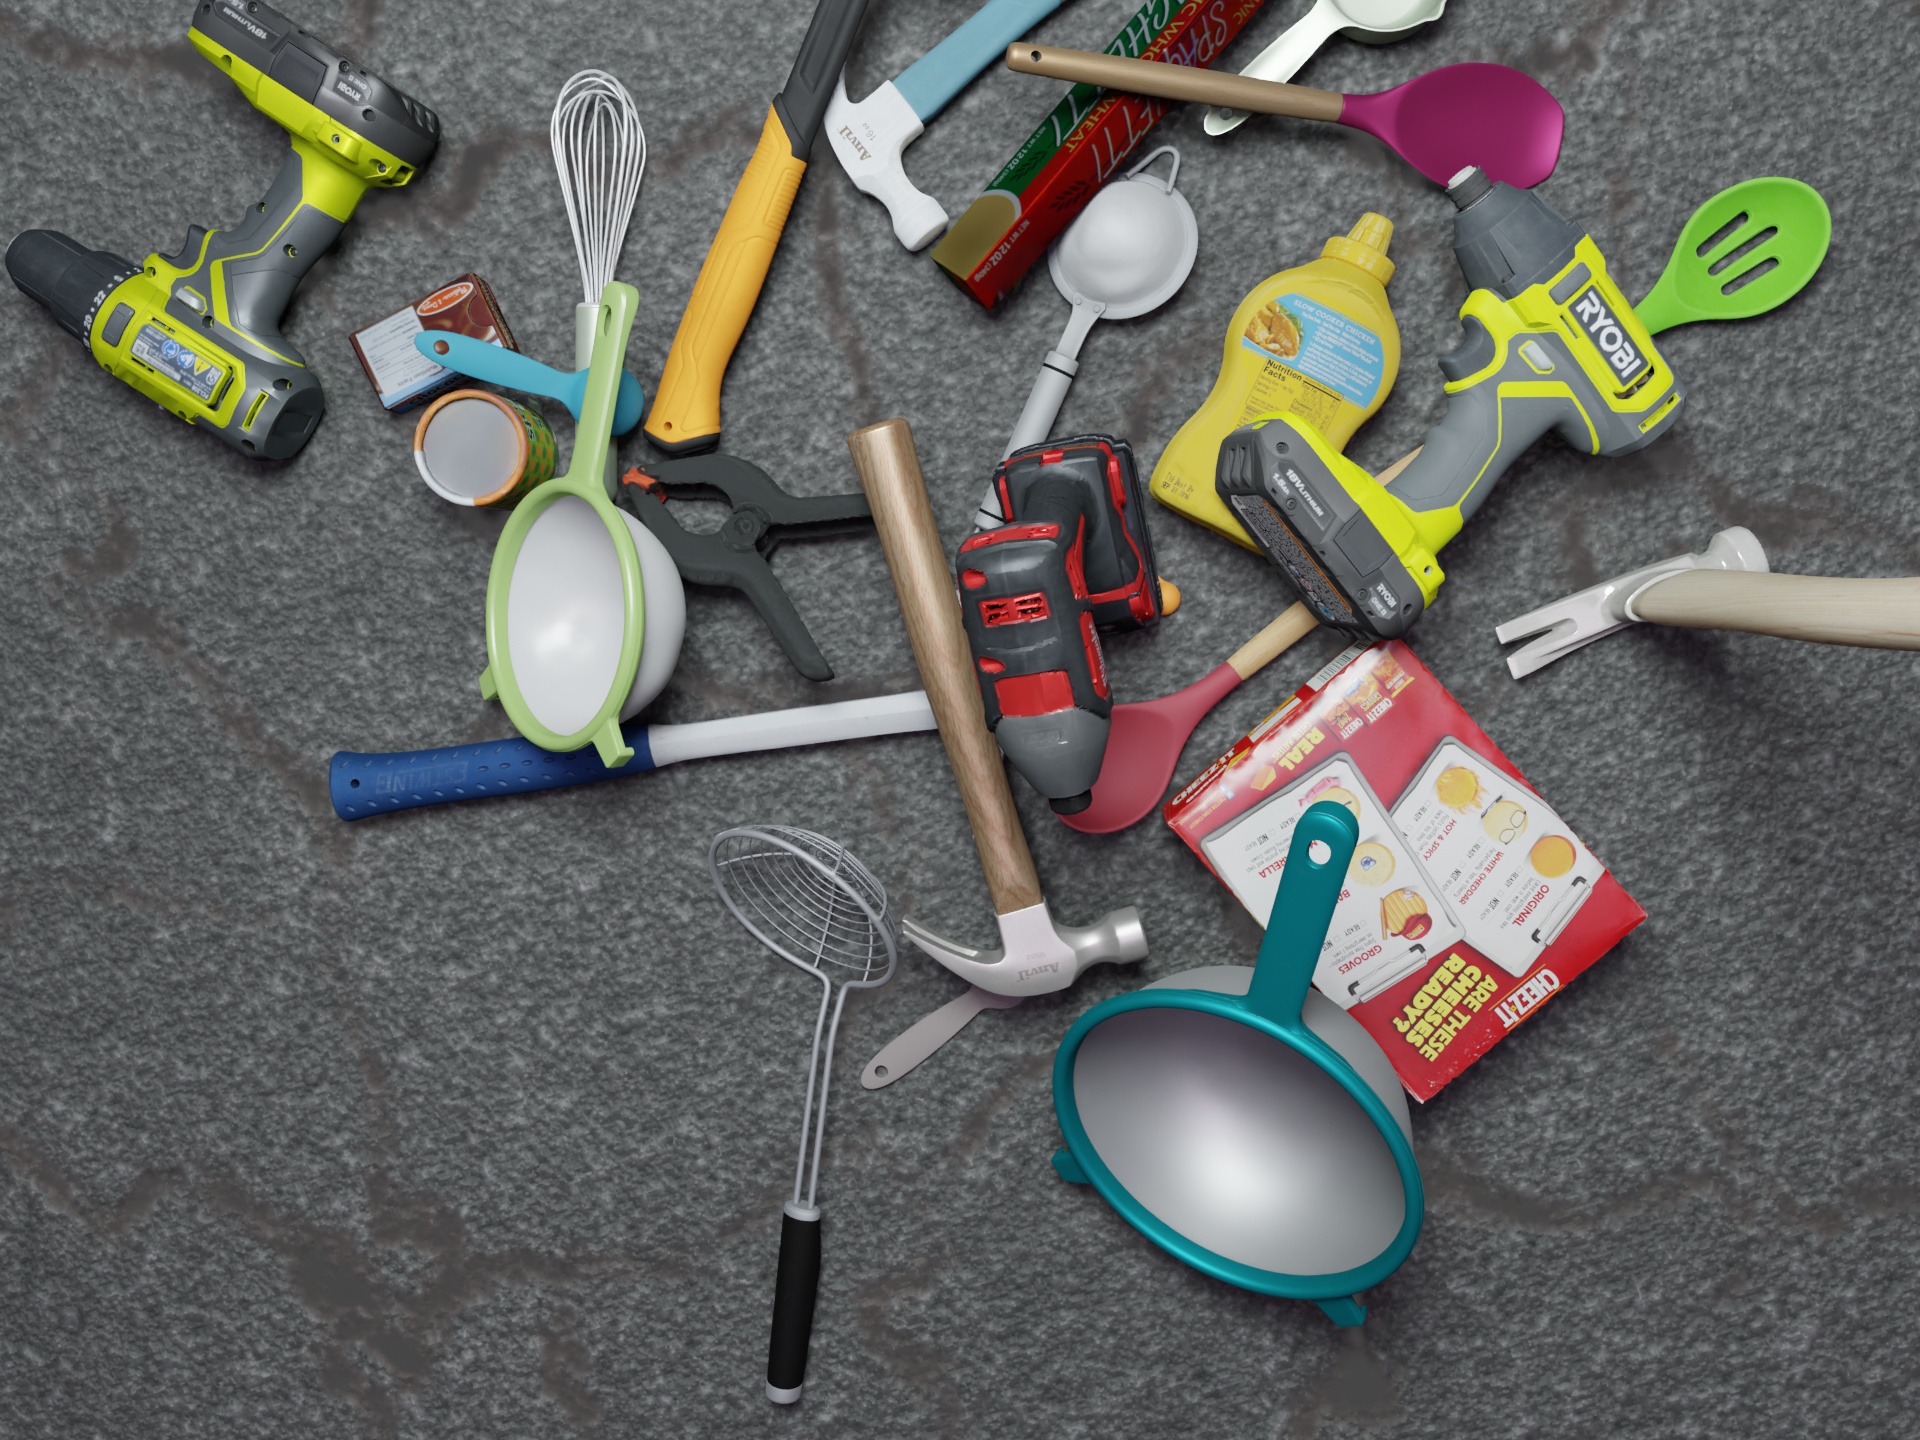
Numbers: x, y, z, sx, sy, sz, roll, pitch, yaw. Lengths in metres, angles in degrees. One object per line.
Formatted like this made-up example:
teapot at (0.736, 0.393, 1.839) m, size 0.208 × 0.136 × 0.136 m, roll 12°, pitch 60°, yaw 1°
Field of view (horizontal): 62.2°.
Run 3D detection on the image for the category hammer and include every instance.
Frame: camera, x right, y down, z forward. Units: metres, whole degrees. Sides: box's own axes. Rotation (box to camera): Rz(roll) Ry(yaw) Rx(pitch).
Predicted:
hammer at (-0.001, -0.003, 0.886) m, size 0.130 × 0.031 × 0.331 m, roll -17°, pitch 98°, yaw 2°
hammer at (0.059, -0.419, 0.888) m, size 0.331 × 0.033 × 0.128 m, roll -39°, pitch 92°, yaw 6°
hammer at (0.362, -0.047, 0.709) m, size 0.146 × 0.410 × 0.038 m, roll -22°, pitch 94°, yaw 6°
hammer at (-0.110, -0.309, 0.885) m, size 0.127 × 0.034 × 0.337 m, roll 26°, pitch 105°, yaw 6°
hammer at (-0.170, 0.020, 0.939) m, size 0.405 × 0.035 × 0.144 m, roll -8°, pitch 94°, yaw 4°

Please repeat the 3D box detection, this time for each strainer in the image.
strainer at (0.170, 0.160, 0.846) m, size 0.211 × 0.095 × 0.340 m, roll 23°, pitch 129°, yaw 21°
strainer at (0.061, -0.209, 0.903) m, size 0.087 × 0.050 × 0.258 m, roll 27°, pitch 100°, yaw 17°
strainer at (-0.190, -0.108, 0.883) m, size 0.152 × 0.069 × 0.256 m, roll 22°, pitch 104°, yaw 42°

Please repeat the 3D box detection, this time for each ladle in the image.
ladle at (0.178, -0.046, 0.915) m, size 0.315 × 0.031 × 0.069 m, roll -39°, pitch 96°, yaw 4°

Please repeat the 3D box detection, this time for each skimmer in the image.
skimmer at (-0.104, 0.236, 0.925) m, size 0.127 × 0.090 × 0.363 m, roll 12°, pitch 99°, yaw 32°

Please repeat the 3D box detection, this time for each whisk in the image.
whisk at (-0.209, -0.246, 0.917) m, size 0.058 × 0.059 × 0.246 m, roll 10°, pitch 101°, yaw 40°

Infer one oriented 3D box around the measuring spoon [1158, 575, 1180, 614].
measuring spoon at (0.088, -0.109, 0.922) m, size 0.021 × 0.011 × 0.117 m, roll -38°, pitch 92°, yaw 6°

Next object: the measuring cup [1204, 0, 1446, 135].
measuring cup at (0.199, -0.382, 0.881) m, size 0.167 × 0.038 × 0.083 m, roll -42°, pitch 91°, yaw 9°

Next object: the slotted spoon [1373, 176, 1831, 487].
slotted spoon at (0.337, -0.196, 0.892) m, size 0.314 × 0.031 × 0.070 m, roll -33°, pitch 94°, yaw 8°

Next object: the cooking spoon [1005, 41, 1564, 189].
cooking spoon at (0.180, -0.335, 0.861) m, size 0.318 × 0.017 × 0.068 m, roll 4°, pitch 103°, yaw -12°

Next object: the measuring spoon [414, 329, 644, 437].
measuring spoon at (-0.240, -0.191, 0.887) m, size 0.128 × 0.021 × 0.042 m, roll 15°, pitch 99°, yaw -18°

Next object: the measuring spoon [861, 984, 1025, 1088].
measuring spoon at (-0.011, 0.184, 0.951) m, size 0.124 × 0.018 × 0.034 m, roll -38°, pitch 92°, yaw 7°

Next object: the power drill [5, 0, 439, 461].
power drill at (-0.423, -0.289, 0.910) m, size 0.190 × 0.080 × 0.228 m, roll 33°, pitch 99°, yaw 0°

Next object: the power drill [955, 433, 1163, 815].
power drill at (0.052, -0.056, 0.814) m, size 0.078 × 0.220 × 0.143 m, roll -8°, pitch 114°, yaw 15°

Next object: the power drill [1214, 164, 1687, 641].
power drill at (0.251, -0.164, 0.835) m, size 0.223 × 0.080 × 0.171 m, roll -42°, pitch 102°, yaw -4°
